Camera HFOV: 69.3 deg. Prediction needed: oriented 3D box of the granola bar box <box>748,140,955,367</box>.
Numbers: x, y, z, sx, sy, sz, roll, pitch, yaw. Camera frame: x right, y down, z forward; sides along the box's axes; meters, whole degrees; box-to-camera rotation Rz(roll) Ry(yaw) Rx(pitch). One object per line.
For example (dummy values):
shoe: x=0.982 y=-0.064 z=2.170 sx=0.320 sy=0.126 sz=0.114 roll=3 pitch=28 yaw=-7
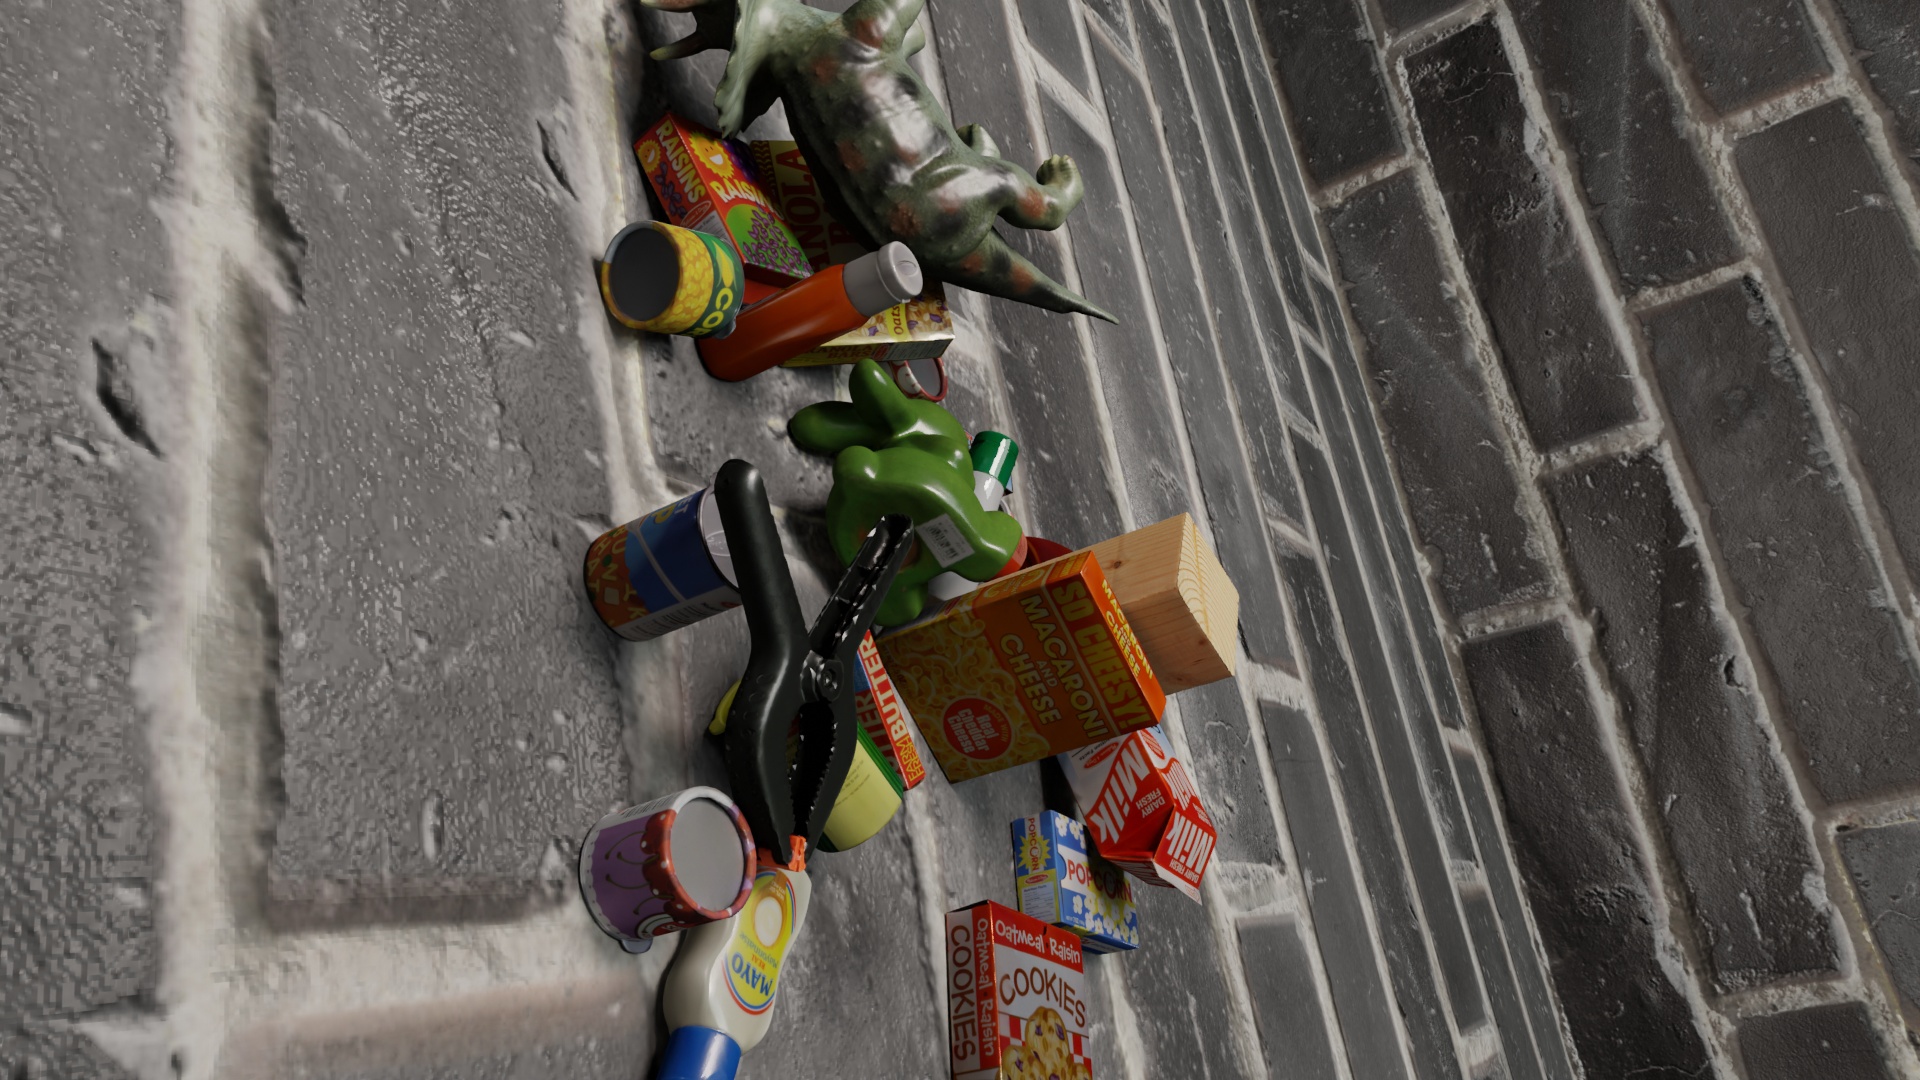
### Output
granola bar box: x=-0.083 y=-0.210 z=1.012 sx=0.124 sy=0.039 sz=0.166 roll=-6 pitch=73 yaw=-22

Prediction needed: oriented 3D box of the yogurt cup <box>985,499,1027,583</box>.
yogurt cup: x=0.018 y=0.000 z=1.096 sx=0.054 sy=0.072 sz=0.072 roll=42 pitch=37 yaw=-56

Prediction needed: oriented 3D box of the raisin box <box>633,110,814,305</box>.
raisin box: x=-0.156 y=-0.218 z=0.928 sx=0.086 sy=0.040 sz=0.123 roll=0 pitch=59 yaw=-61

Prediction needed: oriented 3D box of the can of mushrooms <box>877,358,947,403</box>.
can of mushrooms: x=-0.040 y=-0.134 z=1.114 sx=0.071 sy=0.033 sz=0.071 roll=42 pitch=37 yaw=-42

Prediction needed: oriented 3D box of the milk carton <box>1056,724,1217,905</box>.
milk carton: x=0.136 y=0.198 z=1.094 sx=0.072 sy=0.073 sz=0.191 roll=39 pitch=18 yaw=-41

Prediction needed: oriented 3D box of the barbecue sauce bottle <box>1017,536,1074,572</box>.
barbecue sauce bottle: x=0.084 y=0.032 z=1.215 sx=0.148 sy=0.043 sz=0.065 roll=8 pitch=65 yaw=-61

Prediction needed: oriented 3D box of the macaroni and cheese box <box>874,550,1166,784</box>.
macaroni and cheese box: x=0.041 y=0.089 z=0.960 sx=0.123 sy=0.166 sz=0.040 roll=62 pitch=27 yaw=-14

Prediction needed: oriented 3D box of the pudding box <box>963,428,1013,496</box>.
pudding box: x=0.000 y=-0.058 z=1.117 sx=0.083 sy=0.049 sz=0.030 roll=34 pitch=45 yaw=-48

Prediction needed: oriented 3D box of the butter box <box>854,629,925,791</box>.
butter box: x=-0.065 y=0.112 z=0.874 sx=0.024 sy=0.053 sz=0.103 roll=-23 pitch=92 yaw=-61

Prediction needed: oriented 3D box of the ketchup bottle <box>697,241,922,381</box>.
ketchup bottle: x=-0.095 y=-0.147 z=0.896 sx=0.065 sy=0.148 sz=0.043 roll=-29 pitch=99 yaw=-63

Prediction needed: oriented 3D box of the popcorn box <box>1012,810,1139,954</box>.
popcorn box: x=0.090 y=0.265 z=1.068 sx=0.126 sy=0.038 sz=0.085 roll=34 pitch=44 yaw=-49

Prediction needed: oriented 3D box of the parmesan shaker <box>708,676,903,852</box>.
parmesan shaker: x=-0.089 y=0.125 z=0.811 sx=0.102 sy=0.071 sz=0.072 roll=58 pitch=29 yaw=-23

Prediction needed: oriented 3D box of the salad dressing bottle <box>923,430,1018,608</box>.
salad dressing bottle: x=0.004 y=-0.013 z=1.042 sx=0.044 sy=0.064 sz=0.148 roll=35 pitch=62 yaw=-26

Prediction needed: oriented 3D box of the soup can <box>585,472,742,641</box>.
soup can: x=-0.151 y=0.010 z=0.754 sx=0.071 sy=0.083 sz=0.072 roll=42 pitch=37 yaw=-43

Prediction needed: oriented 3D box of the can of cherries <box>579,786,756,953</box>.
can of cherries: x=-0.143 y=0.163 z=0.689 sx=0.071 sy=0.058 sz=0.072 roll=41 pitch=37 yaw=-42

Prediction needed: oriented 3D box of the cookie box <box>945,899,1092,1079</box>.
cookie box: x=0.043 y=0.338 z=0.928 sx=0.122 sy=0.040 sz=0.168 roll=36 pitch=41 yaw=-47

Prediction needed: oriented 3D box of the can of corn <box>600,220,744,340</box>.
can of corn: x=-0.174 y=-0.156 z=0.845 sx=0.058 sy=0.071 sz=0.071 roll=-4 pitch=75 yaw=-61

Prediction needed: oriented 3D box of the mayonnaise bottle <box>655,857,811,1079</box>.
mayonnaise bottle: x=-0.119 y=0.224 z=0.709 sx=0.064 sy=0.041 sz=0.149 roll=50 pitch=32 yaw=-29
